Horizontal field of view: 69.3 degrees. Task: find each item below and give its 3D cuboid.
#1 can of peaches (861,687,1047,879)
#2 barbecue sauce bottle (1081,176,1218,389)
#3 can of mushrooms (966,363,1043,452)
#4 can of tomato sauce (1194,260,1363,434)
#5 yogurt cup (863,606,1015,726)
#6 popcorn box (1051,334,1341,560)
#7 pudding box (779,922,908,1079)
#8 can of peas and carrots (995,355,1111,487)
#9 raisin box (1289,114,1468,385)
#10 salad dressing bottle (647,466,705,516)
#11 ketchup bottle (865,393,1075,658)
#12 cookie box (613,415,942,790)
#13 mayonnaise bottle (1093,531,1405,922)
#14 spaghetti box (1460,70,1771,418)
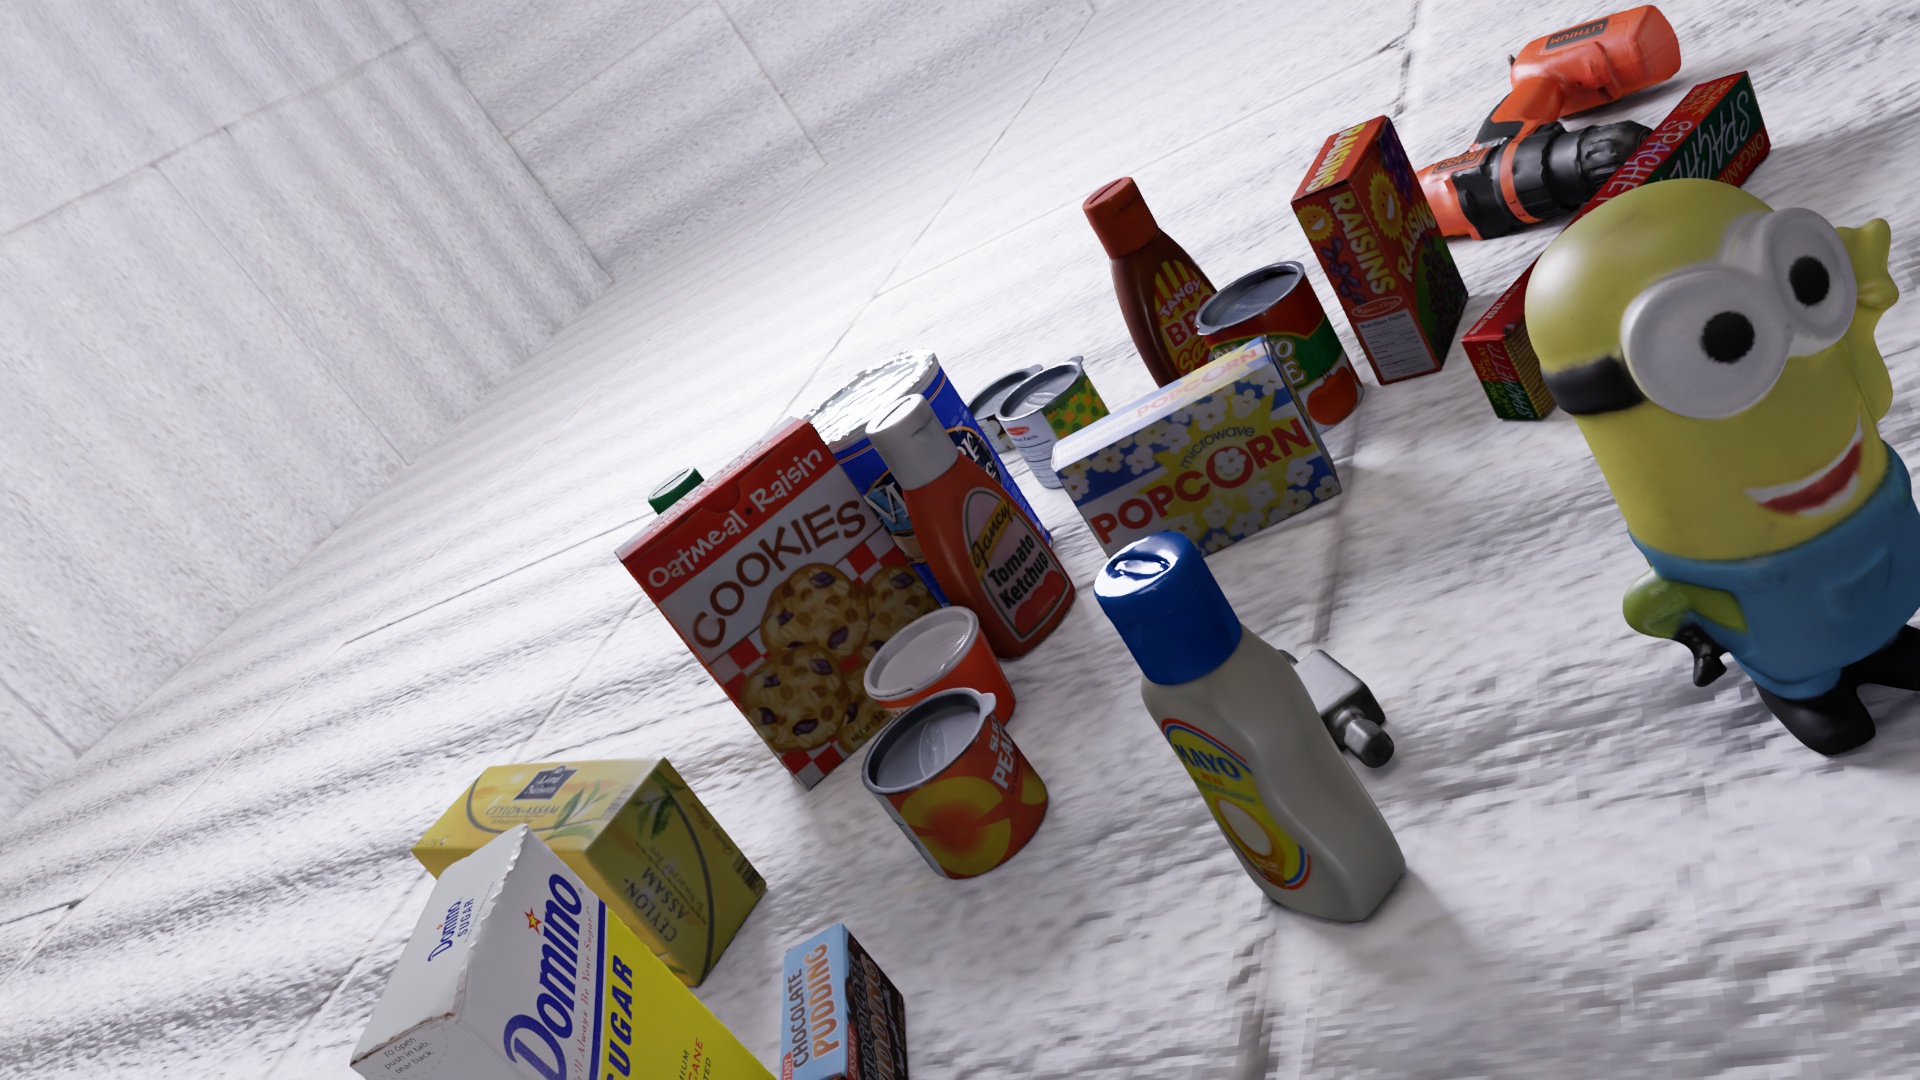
[{"bbox_3d":[0.000,0.109,0.631,0.071,0.058,0.071,-28,23,13],"label":"can of peaches"},{"bbox_3d":[0.128,-0.158,0.883,0.065,0.148,0.043,-40,23,-15],"label":"barbecue sauce bottle"},{"bbox_3d":[0.039,-0.098,1.032,0.071,0.033,0.071,-28,23,13],"label":"can of mushrooms"},{"bbox_3d":[0.180,-0.104,0.788,0.071,0.083,0.071,-29,23,13],"label":"can of tomato sauce"},{"bbox_3d":[-0.008,0.075,0.717,0.072,0.053,0.073,-28,23,13],"label":"yogurt cup"},{"bbox_3d":[0.123,-0.039,0.730,0.126,0.085,0.038,-27,23,17],"label":"popcorn box"},{"bbox_3d":[-0.045,0.194,0.531,0.030,0.049,0.084,-31,22,8],"label":"pudding box"},{"bbox_3d":[0.067,-0.078,0.920,0.071,0.058,0.071,-28,23,13],"label":"can of peas and carrots"},{"bbox_3d":[0.236,-0.162,0.776,0.040,0.123,0.086,-13,30,41],"label":"raisin box"},{"bbox_3d":[-0.141,0.020,0.886,0.064,0.147,0.044,-36,22,-6],"label":"salad dressing bottle"},{"bbox_3d":[0.003,-0.009,0.750,0.043,0.148,0.065,-3,37,52],"label":"ketchup bottle"},{"bbox_3d":[-0.088,0.034,0.761,0.123,0.167,0.040,-40,23,-14],"label":"cookie box"},{"bbox_3d":[0.095,0.064,0.474,0.041,0.147,0.065,-43,24,-21],"label":"mayonnaise bottle"},{"bbox_3d":[0.343,-0.156,0.714,0.251,0.050,0.028,-43,24,-22],"label":"spaghetti box"}]
